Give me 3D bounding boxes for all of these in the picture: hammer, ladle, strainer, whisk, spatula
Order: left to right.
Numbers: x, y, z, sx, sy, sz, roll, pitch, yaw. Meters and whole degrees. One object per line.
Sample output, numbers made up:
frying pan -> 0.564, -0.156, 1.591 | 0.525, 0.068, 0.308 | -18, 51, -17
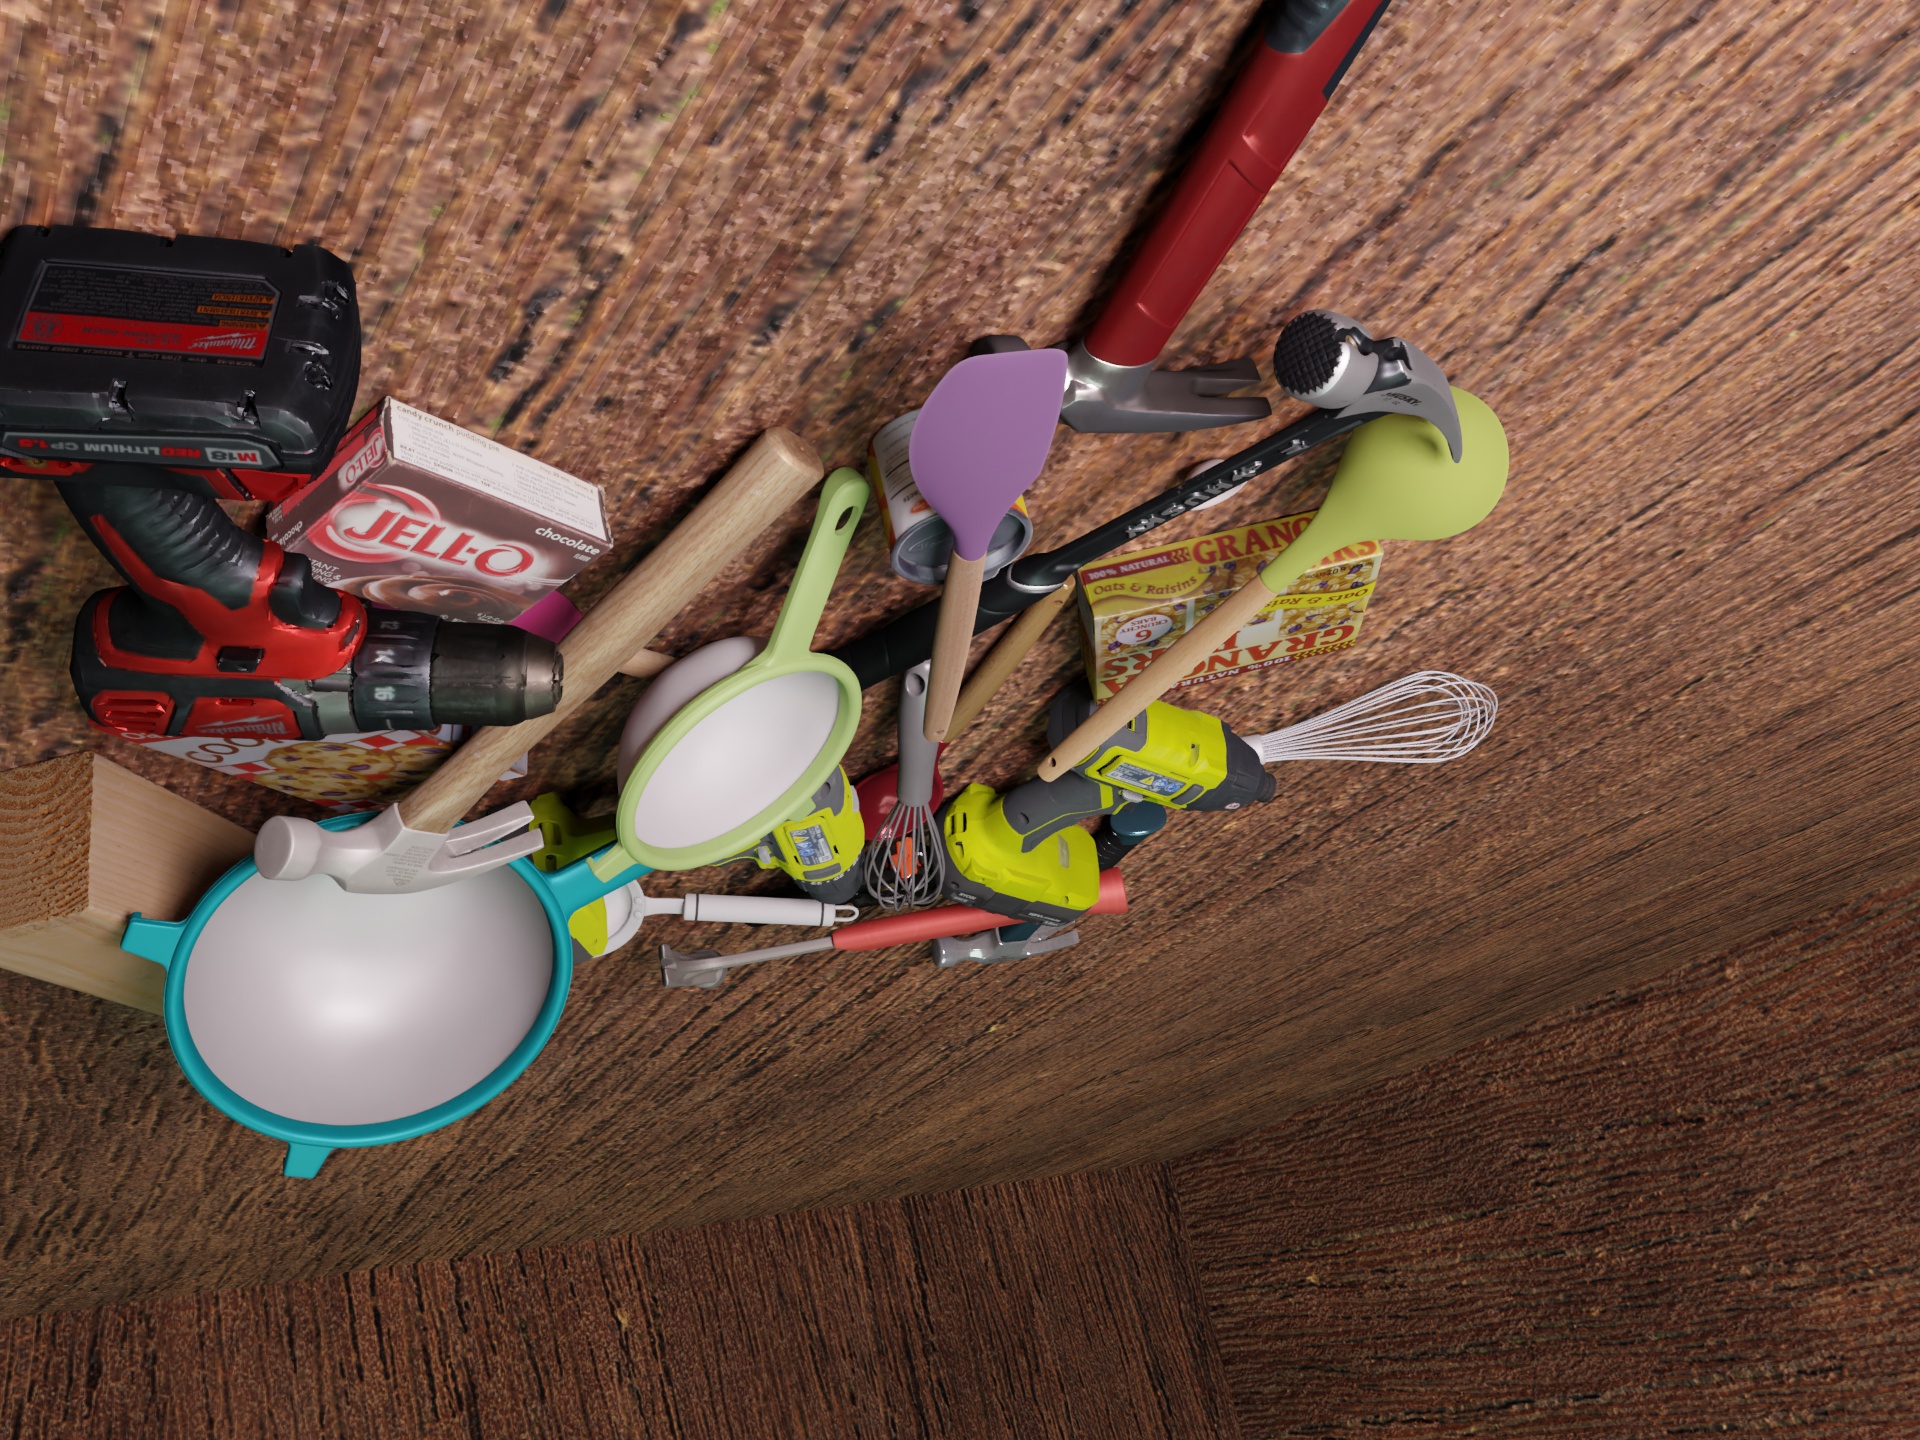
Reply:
strainer -> -0.280, 0.101, 0.919 | 0.340, 0.095, 0.210 | -27, 122, -14
hammer -> -0.186, -0.019, 0.758 | 0.331, 0.031, 0.130 | -40, 152, 21
strainer -> -0.201, 0.133, 1.137 | 0.258, 0.050, 0.086 | 4, 119, -12
strainer -> -0.111, -0.034, 0.815 | 0.151, 0.069, 0.256 | -16, 142, -44
hammer -> -0.049, 0.161, 1.231 | 0.359, 0.037, 0.149 | -10, 169, 0
whisk -> -0.032, 0.044, 1.011 | 0.055, 0.055, 0.238 | -7, 137, -14
ladle -> -0.002, -0.003, 1.001 | 0.069, 0.031, 0.315 | 3, 150, -24
spatula -> -0.001, -0.064, 0.720 | 0.059, 0.018, 0.315 | -9, 155, -10
hammer -> 0.087, 0.147, 1.383 | 0.128, 0.033, 0.331 | -2, 154, -23
hammer -> 0.056, -0.081, 0.789 | 0.149, 0.036, 0.409 | 3, 160, -46
ladle -> 0.152, -0.058, 0.844 | 0.062, 0.078, 0.320 | -9, 153, -49
whisk -> 0.242, 0.017, 1.144 | 0.284, 0.070, 0.070 | -11, 157, 8
hammer -> 0.129, -0.225, 0.549 | 0.143, 0.038, 0.386 | -4, 155, -23

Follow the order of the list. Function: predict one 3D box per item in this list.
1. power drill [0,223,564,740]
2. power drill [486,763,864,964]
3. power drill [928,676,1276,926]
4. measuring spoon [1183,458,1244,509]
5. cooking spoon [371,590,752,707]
power drill -> -0.248, -0.065, 0.591 | 0.188, 0.080, 0.226 | 3, 147, -9
power drill -> -0.174, 0.090, 1.040 | 0.228, 0.080, 0.190 | -14, 150, -2
power drill -> 0.094, 0.062, 1.105 | 0.171, 0.080, 0.223 | 19, 142, -28
measuring spoon -> 0.162, -0.144, 0.789 | 0.124, 0.018, 0.034 | -31, 162, 22
cooking spoon -> -0.167, -0.029, 0.860 | 0.069, 0.017, 0.318 | -28, 152, 32
